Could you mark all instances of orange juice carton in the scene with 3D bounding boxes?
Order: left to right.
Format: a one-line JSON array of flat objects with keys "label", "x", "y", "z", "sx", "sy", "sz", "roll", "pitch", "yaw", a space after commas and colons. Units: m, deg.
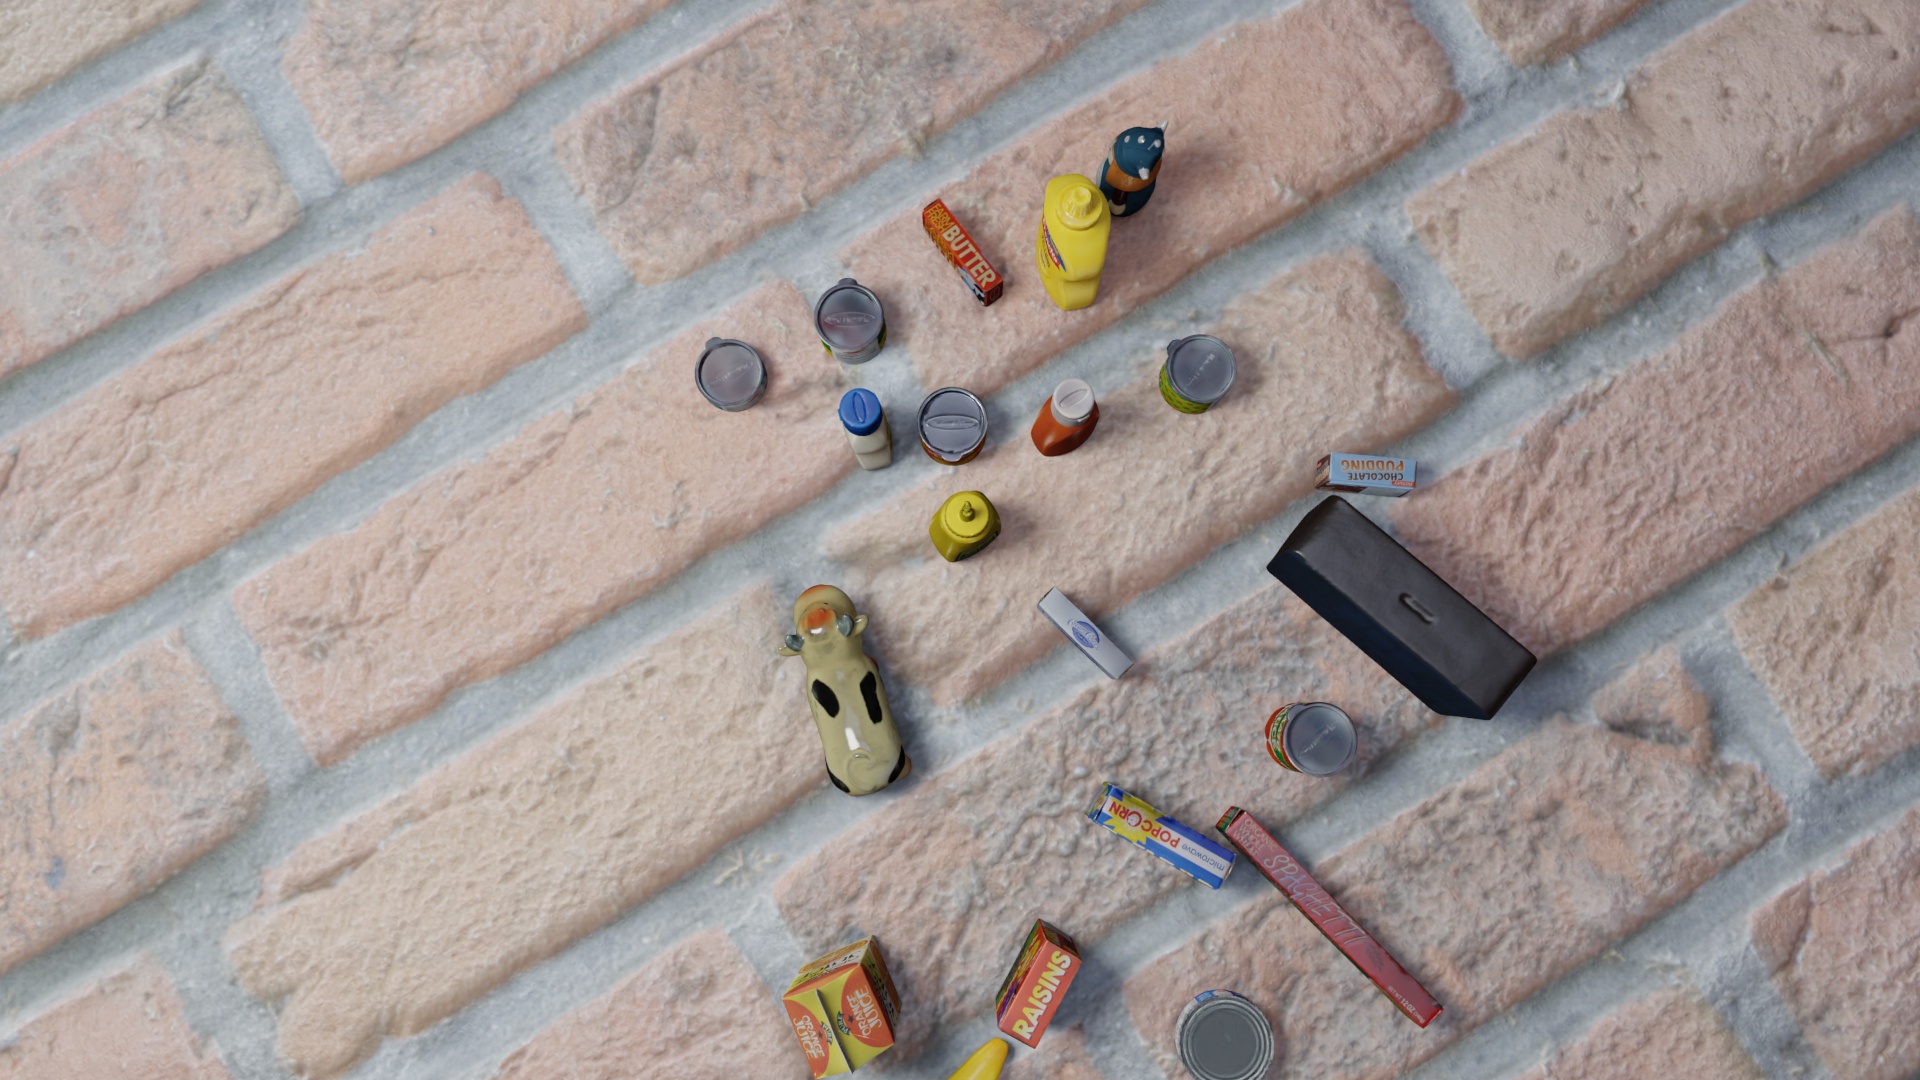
[{"label": "orange juice carton", "x": -0.100, "y": 0.398, "z": 1.186, "sx": 0.073, "sy": 0.192, "sz": 0.072, "roll": -23, "pitch": 84, "yaw": -3}]

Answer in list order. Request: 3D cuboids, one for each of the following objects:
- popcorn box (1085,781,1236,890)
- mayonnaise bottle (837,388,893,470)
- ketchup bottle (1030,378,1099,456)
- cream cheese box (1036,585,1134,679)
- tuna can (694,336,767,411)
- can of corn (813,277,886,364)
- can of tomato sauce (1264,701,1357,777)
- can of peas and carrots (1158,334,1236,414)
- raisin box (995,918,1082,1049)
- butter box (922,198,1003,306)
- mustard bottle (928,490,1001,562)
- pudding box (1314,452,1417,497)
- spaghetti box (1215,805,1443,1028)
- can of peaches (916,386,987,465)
[{"label": "popcorn box", "x": 0.180, "y": 0.266, "z": 1.258, "sx": 0.127, "sy": 0.085, "sz": 0.038, "roll": 29, "pitch": 84, "yaw": 3}, {"label": "mayonnaise bottle", "x": -0.087, "y": -0.106, "z": 1.274, "sx": 0.041, "sy": 0.148, "sz": 0.065, "roll": -13, "pitch": 83, "yaw": -1}, {"label": "ketchup bottle", "x": 0.099, "y": -0.114, "z": 1.275, "sx": 0.065, "sy": 0.148, "sz": 0.043, "roll": -30, "pitch": 84, "yaw": -3}, {"label": "cream cheese box", "x": 0.115, "y": 0.088, "z": 1.297, "sx": 0.104, "sy": 0.053, "sz": 0.024, "roll": 44, "pitch": 85, "yaw": 5}, {"label": "tuna can", "x": -0.222, "y": -0.160, "z": 1.339, "sx": 0.071, "sy": 0.033, "sz": 0.071, "roll": 0, "pitch": 83, "yaw": 0}, {"label": "can of corn", "x": -0.105, "y": -0.209, "z": 1.333, "sx": 0.071, "sy": 0.058, "sz": 0.071, "roll": 0, "pitch": 83, "yaw": 0}, {"label": "can of tomato sauce", "x": 0.317, "y": 0.180, "z": 1.270, "sx": 0.071, "sy": 0.083, "sz": 0.071, "roll": 0, "pitch": 83, "yaw": 0}, {"label": "can of peas and carrots", "x": 0.223, "y": -0.159, "z": 1.326, "sx": 0.071, "sy": 0.058, "sz": 0.071, "roll": 0, "pitch": 83, "yaw": 0}, {"label": "raisin box", "x": 0.067, "y": 0.387, "z": 1.223, "sx": 0.040, "sy": 0.123, "sz": 0.086, "roll": 30, "pitch": 84, "yaw": 3}, {"label": "butter box", "x": 0.002, "y": -0.278, "z": 1.344, "sx": 0.024, "sy": 0.053, "sz": 0.103, "roll": -37, "pitch": 84, "yaw": -4}, {"label": "mustard bottle", "x": 0.004, "y": -0.016, "z": 1.256, "sx": 0.065, "sy": 0.160, "sz": 0.049, "roll": -32, "pitch": 84, "yaw": -4}, {"label": "pudding box", "x": 0.385, "y": -0.062, "z": 1.319, "sx": 0.084, "sy": 0.049, "sz": 0.030, "roll": 5, "pitch": 83, "yaw": 1}, {"label": "spaghetti box", "x": 0.333, "y": 0.340, "z": 1.266, "sx": 0.250, "sy": 0.050, "sz": 0.029, "roll": 45, "pitch": 85, "yaw": 5}, {"label": "can of peaches", "x": -0.008, "y": -0.105, "z": 1.319, "sx": 0.071, "sy": 0.058, "sz": 0.071, "roll": 0, "pitch": 83, "yaw": 0}]
